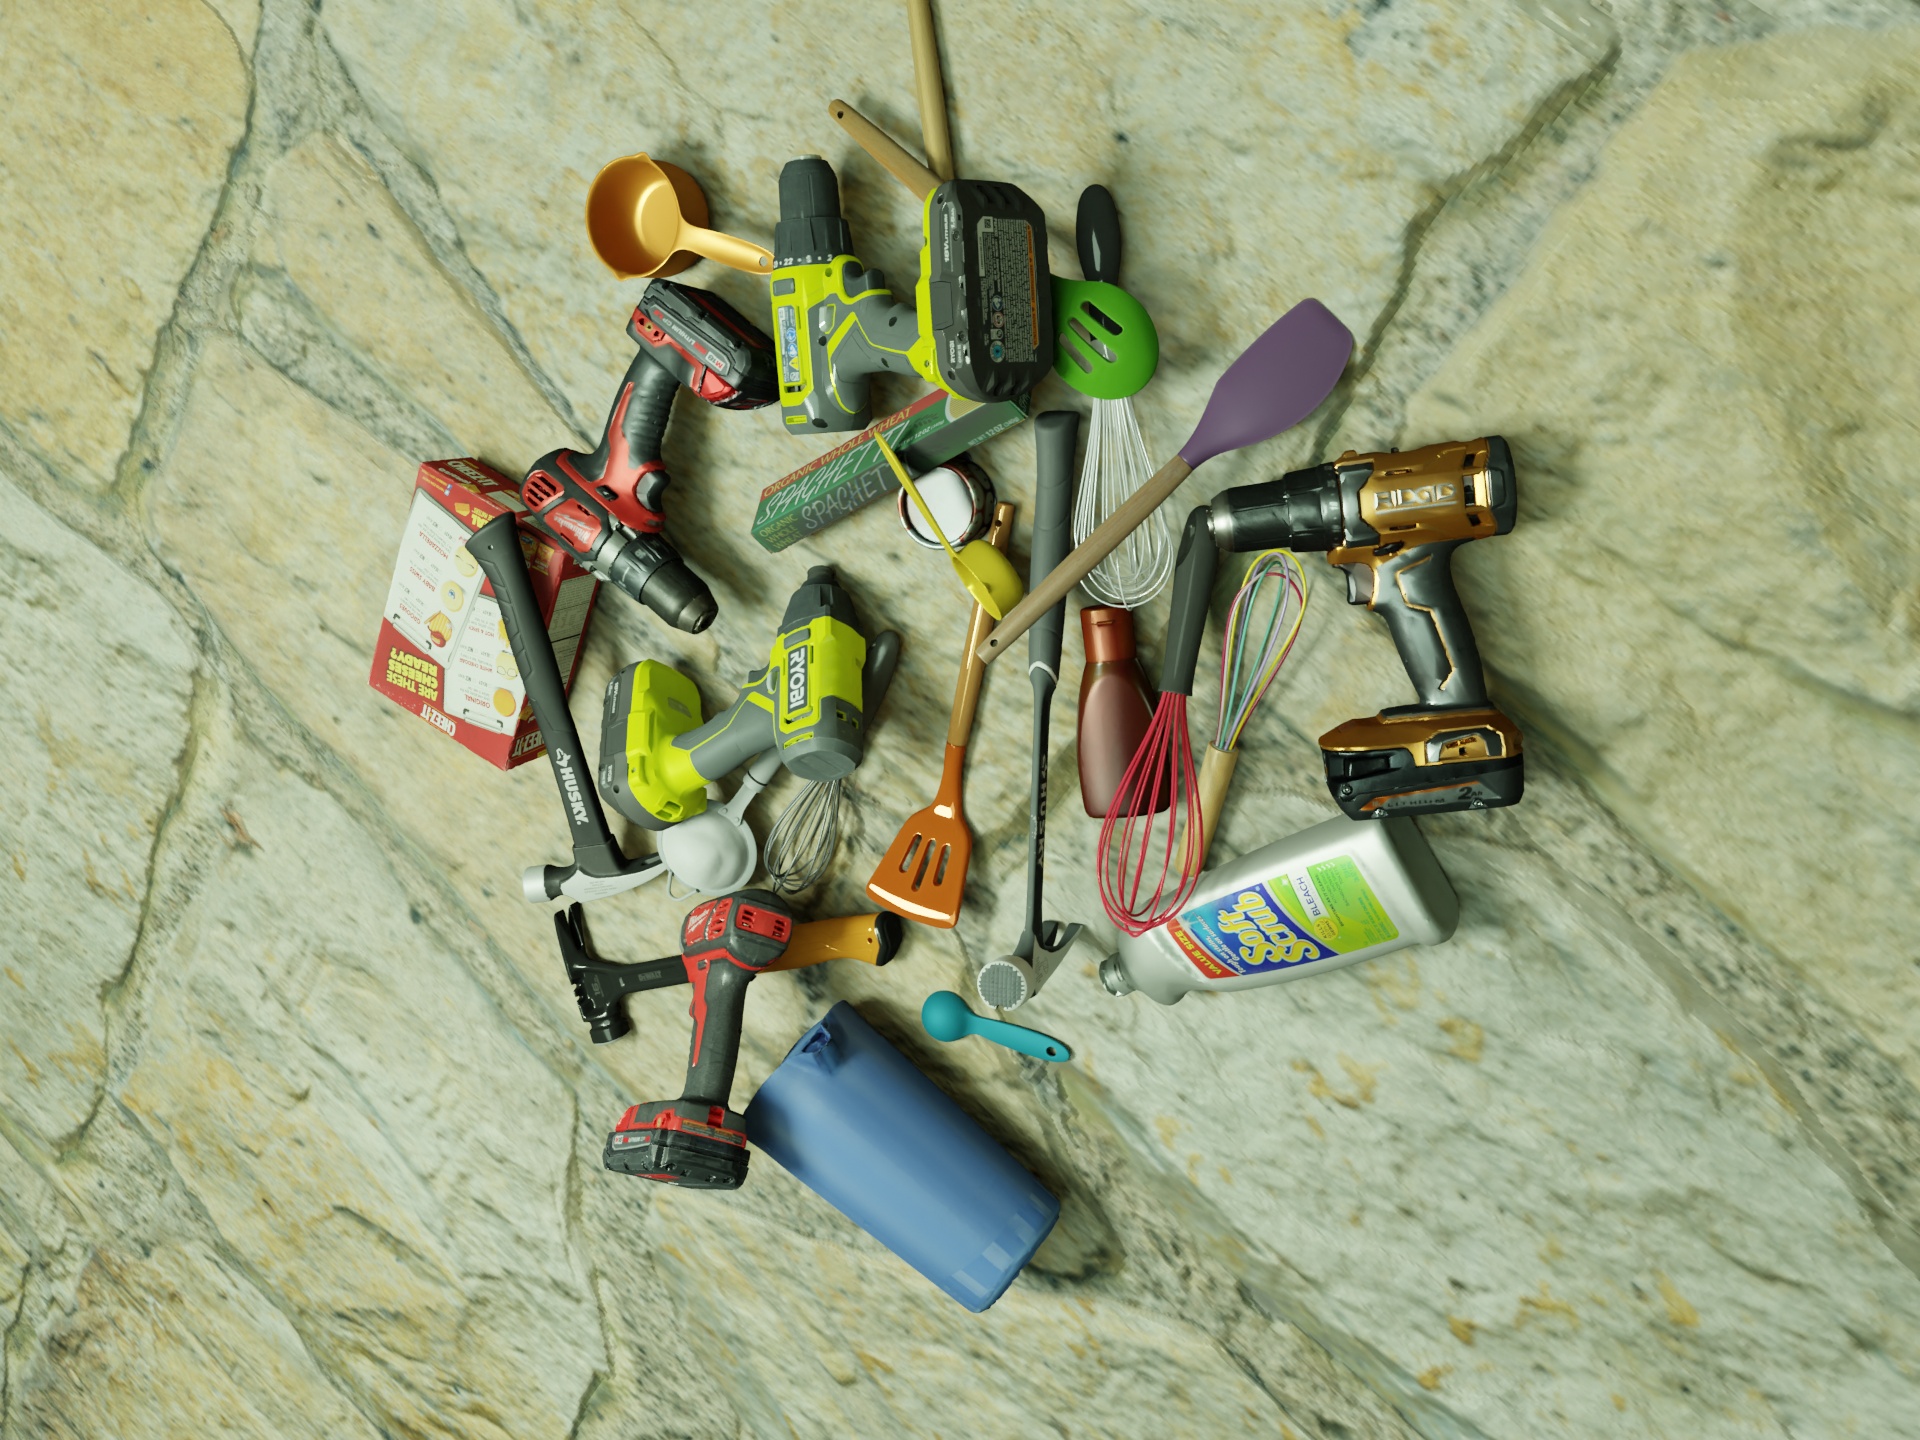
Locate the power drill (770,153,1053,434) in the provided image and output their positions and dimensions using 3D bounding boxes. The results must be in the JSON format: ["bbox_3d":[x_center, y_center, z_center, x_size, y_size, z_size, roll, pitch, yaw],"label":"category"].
[{"bbox_3d":[-0.048,-0.293,1.069,0.229,0.080,0.190,8,105,47],"label":"power drill"}]

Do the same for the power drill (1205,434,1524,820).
[{"bbox_3d":[0.256,-0.056,0.995,0.185,0.084,0.226,-6,98,9],"label":"power drill"}]

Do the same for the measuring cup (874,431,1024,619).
[{"bbox_3d":[-0.006,-0.141,1.107,0.029,0.062,0.156,-36,101,-7],"label":"measuring cup"}]

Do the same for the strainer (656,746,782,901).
[{"bbox_3d":[-0.169,0.054,1.266,0.087,0.050,0.258,37,105,-1],"label":"strainer"}]

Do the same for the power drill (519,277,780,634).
[{"bbox_3d":[-0.216,-0.195,1.205,0.188,0.080,0.226,41,109,13],"label":"power drill"}]

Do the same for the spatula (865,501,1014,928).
[{"bbox_3d":[-0.002,-0.004,1.182,0.081,0.041,0.322,19,109,23],"label":"spatula"}]

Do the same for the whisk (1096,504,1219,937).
[{"bbox_3d":[0.142,0.001,1.074,0.073,0.073,0.296,9,90,25],"label":"whisk"}]

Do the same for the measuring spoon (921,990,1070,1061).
[{"bbox_3d":[0.024,0.245,1.238,0.129,0.021,0.042,13,108,25],"label":"measuring spoon"}]

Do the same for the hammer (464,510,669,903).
[{"bbox_3d":[-0.325,-0.007,1.288,0.146,0.035,0.334,-9,112,8],"label":"hammer"}]

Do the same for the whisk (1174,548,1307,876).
[{"bbox_3d":[0.188,0.000,1.086,0.047,0.051,0.245,19,113,16],"label":"whisk"}]

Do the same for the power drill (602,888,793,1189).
[{"bbox_3d":[-0.199,0.242,1.226,0.143,0.078,0.220,-23,51,54],"label":"power drill"}]

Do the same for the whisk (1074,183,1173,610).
[{"bbox_3d":[0.102,-0.215,1.069,0.070,0.070,0.284,-3,96,27],"label":"whisk"}]

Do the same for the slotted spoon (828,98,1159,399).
[{"bbox_3d":[0.013,-0.326,1.069,0.314,0.031,0.070,46,115,19],"label":"slotted spoon"}]

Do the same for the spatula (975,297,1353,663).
[{"bbox_3d":[0.129,-0.148,1.032,0.316,0.018,0.060,-43,81,5],"label":"spatula"}]

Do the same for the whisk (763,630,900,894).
[{"bbox_3d":[-0.099,0.036,1.238,0.055,0.055,0.239,31,111,17],"label":"whisk"}]

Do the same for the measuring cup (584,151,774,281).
[{"bbox_3d":[-0.197,-0.363,1.189,0.174,0.052,0.095,23,112,18],"label":"measuring cup"}]

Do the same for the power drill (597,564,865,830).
[{"bbox_3d":[-0.170,-0.015,1.222,0.223,0.080,0.171,-21,56,29],"label":"power drill"}]

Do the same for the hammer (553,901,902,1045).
[{"bbox_3d":[-0.198,0.193,1.333,0.337,0.034,0.127,-13,97,29],"label":"hammer"}]

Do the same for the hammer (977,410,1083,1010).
[{"bbox_3d":[0.060,-0.012,1.116,0.036,0.149,0.409,4,95,20],"label":"hammer"}]

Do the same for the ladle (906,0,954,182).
[{"bbox_3d":[-0.011,-0.375,1.106,0.069,0.031,0.315,-5,98,27],"label":"ladle"}]
